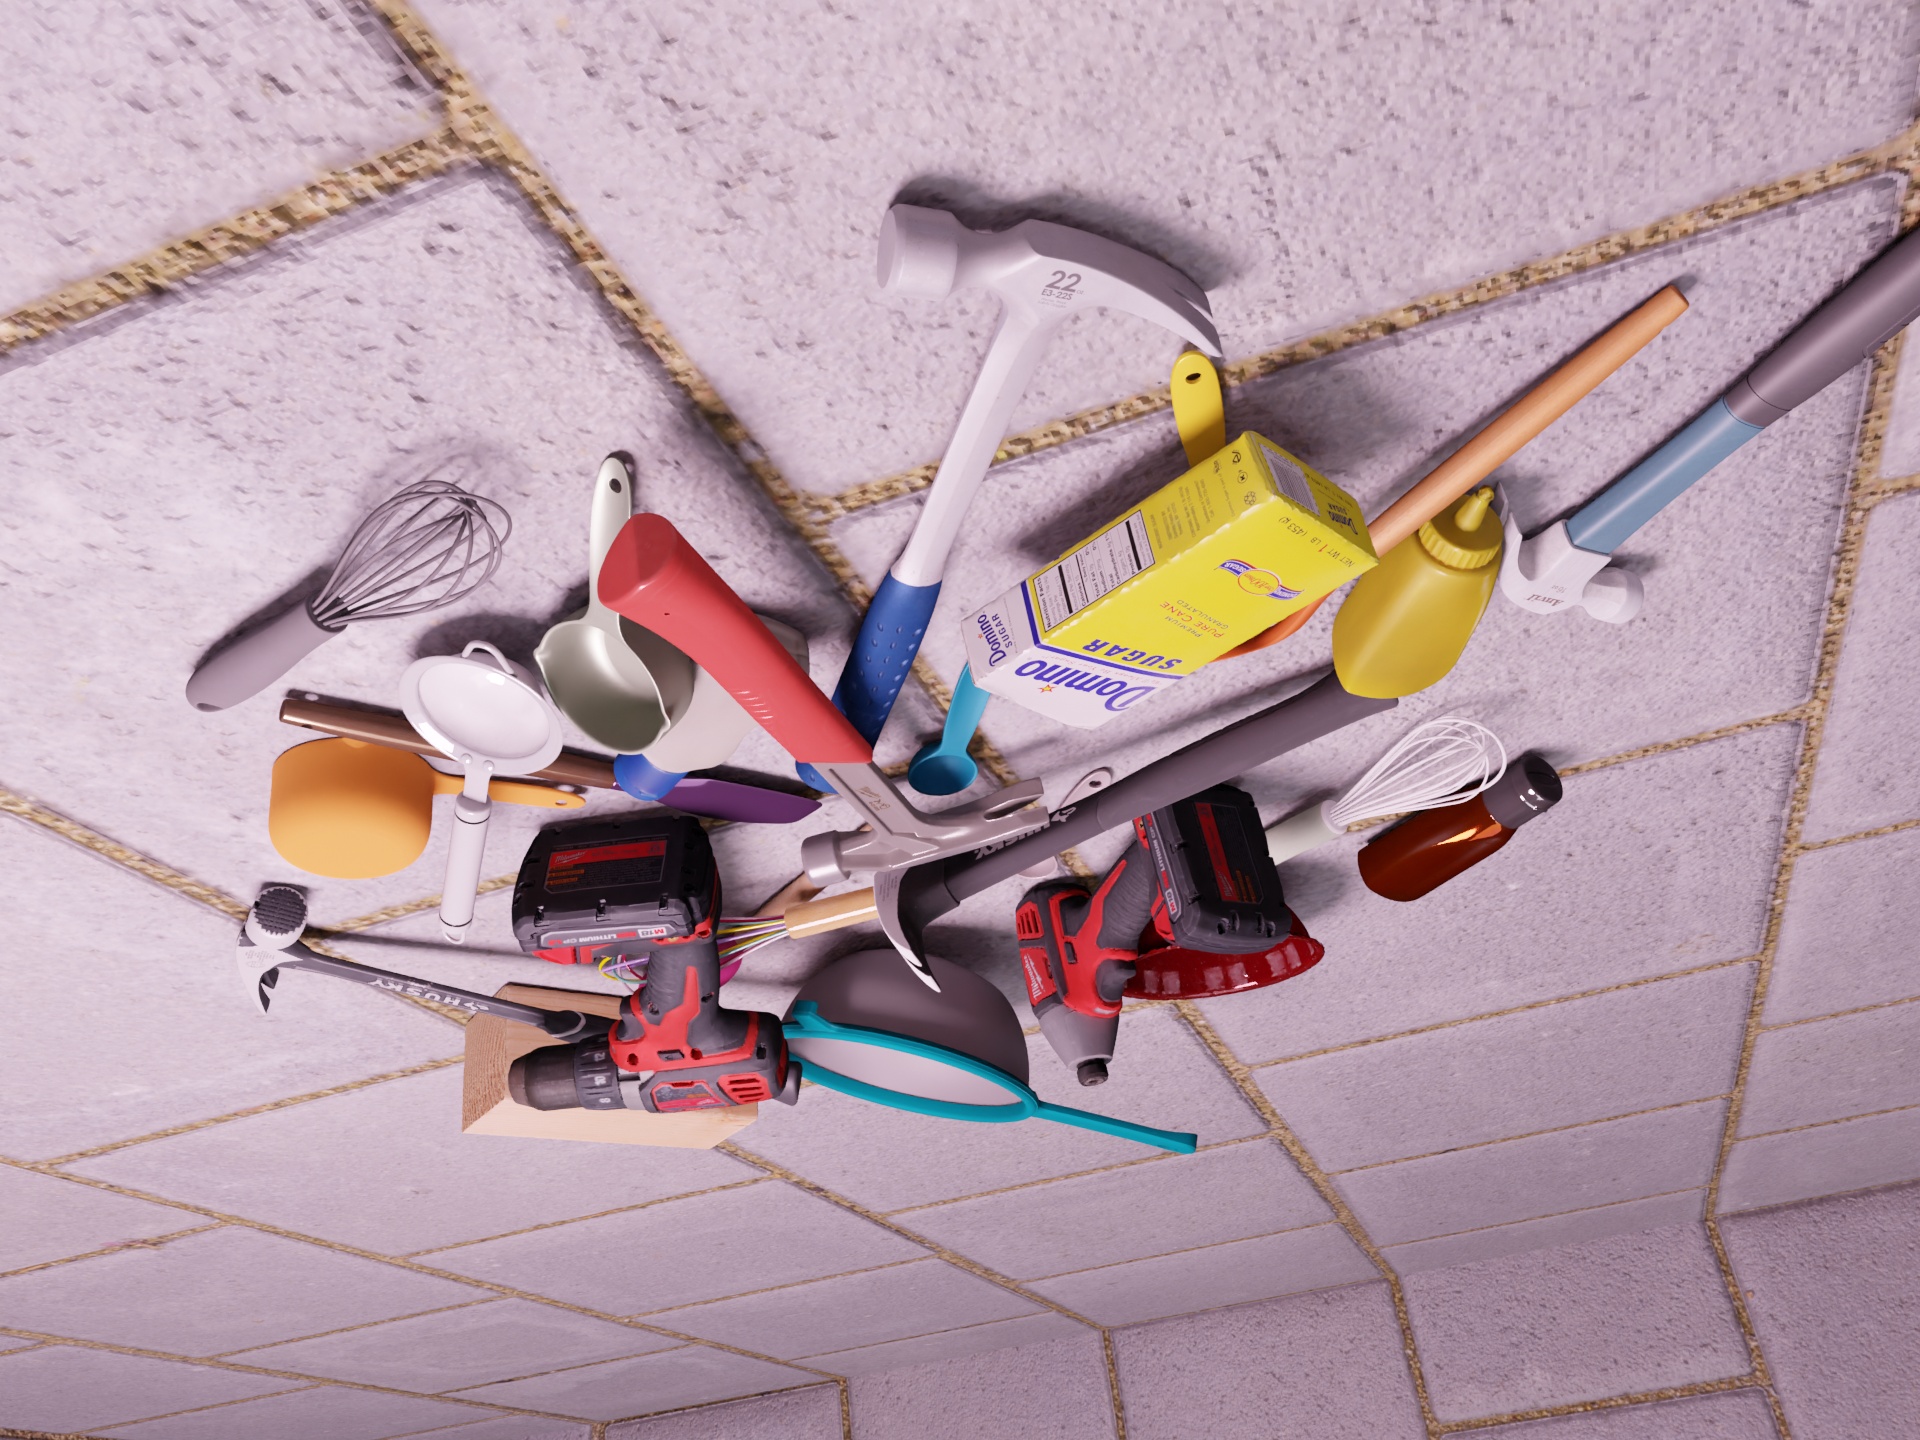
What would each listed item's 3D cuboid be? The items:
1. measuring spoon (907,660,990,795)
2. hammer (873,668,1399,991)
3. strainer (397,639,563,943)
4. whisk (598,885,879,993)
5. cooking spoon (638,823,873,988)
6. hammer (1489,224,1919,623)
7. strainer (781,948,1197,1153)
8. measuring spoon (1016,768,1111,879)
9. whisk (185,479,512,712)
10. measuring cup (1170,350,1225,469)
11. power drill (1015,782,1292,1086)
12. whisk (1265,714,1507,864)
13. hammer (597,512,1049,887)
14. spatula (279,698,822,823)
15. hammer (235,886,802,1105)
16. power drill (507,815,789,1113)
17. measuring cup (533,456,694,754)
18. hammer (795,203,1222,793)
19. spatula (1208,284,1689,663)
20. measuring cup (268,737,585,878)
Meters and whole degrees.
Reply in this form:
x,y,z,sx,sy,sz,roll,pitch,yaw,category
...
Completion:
x,y,z,sx,sy,sz,roll,pitch,yaw,category
-0.001,-0.003,0.916,0.042,0.021,0.128,3,139,-16,measuring spoon
0.097,0.050,0.937,0.335,0.146,0.035,-26,117,15,hammer
-0.262,0.039,0.856,0.087,0.050,0.258,20,130,-4,strainer
-0.132,0.142,1.068,0.245,0.051,0.047,-16,118,15,whisk
-0.142,0.144,1.122,0.068,0.017,0.319,12,144,-34,cooking spoon
0.372,-0.151,0.729,0.128,0.033,0.331,8,146,-26,hammer
0.024,0.245,1.205,0.340,0.095,0.211,16,155,-7,strainer
0.067,0.065,1.045,0.034,0.018,0.124,19,136,-16,measuring spoon
-0.294,-0.050,0.743,0.239,0.055,0.055,-23,146,33,whisk
0.117,-0.112,0.737,0.062,0.029,0.156,-13,151,9,measuring cup
0.116,0.144,1.061,0.078,0.143,0.219,8,144,-29,power drill
0.253,0.061,1.047,0.059,0.058,0.246,43,136,-10,whisk
-0.068,0.000,0.801,0.149,0.037,0.358,-17,152,10,hammer
-0.225,0.028,0.911,0.315,0.018,0.060,15,151,-33,spatula
-0.298,0.212,1.120,0.408,0.036,0.149,20,144,-21,hammer
-0.220,0.173,1.020,0.188,0.080,0.226,-7,130,3,power drill
-0.159,-0.059,0.761,0.083,0.038,0.167,26,130,15,measuring cup
-0.012,-0.076,0.766,0.144,0.035,0.405,3,148,-17,hammer
0.202,-0.100,0.770,0.322,0.041,0.081,-41,172,33,spatula
-0.303,0.058,0.908,0.173,0.052,0.095,7,147,-19,measuring cup
